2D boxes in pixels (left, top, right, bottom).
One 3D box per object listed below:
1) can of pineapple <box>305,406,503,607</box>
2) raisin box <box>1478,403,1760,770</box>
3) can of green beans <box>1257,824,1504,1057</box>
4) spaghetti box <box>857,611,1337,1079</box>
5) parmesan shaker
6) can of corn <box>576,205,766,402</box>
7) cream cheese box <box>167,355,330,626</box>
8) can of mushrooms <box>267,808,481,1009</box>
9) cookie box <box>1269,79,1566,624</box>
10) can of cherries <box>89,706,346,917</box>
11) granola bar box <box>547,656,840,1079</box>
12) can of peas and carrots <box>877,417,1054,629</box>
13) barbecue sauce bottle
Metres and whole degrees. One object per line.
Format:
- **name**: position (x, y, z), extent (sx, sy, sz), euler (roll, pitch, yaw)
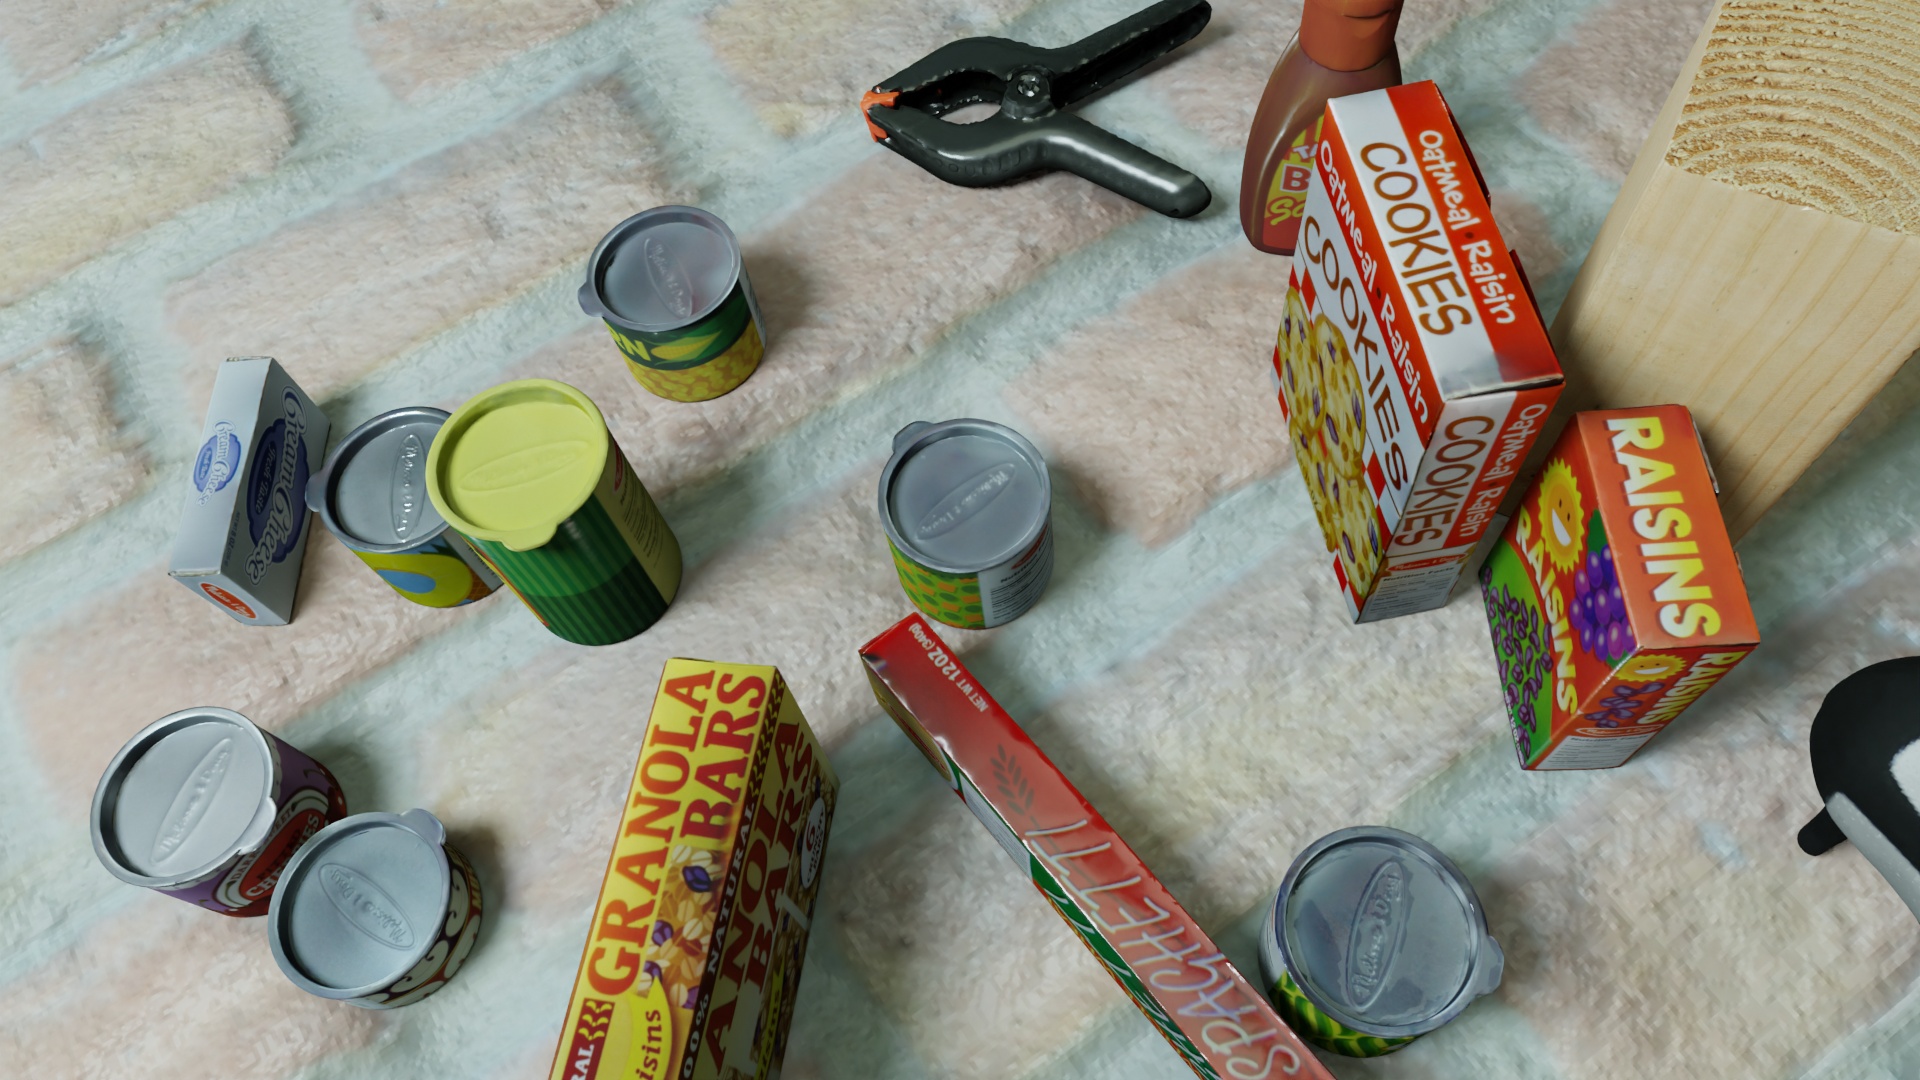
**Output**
- **can of pineapple**: position (-0.220, -0.013, 0.572), extent (0.071, 0.057, 0.071), euler (-2, 63, 4)
- **raisin box**: position (0.221, 0.021, 0.478), extent (0.040, 0.123, 0.086), euler (-3, 63, 4)
- **can of green beans**: position (0.135, 0.135, 0.464), extent (0.071, 0.057, 0.071), euler (-2, 63, 4)
- **spaghetti box**: position (0.052, 0.126, 0.480), extent (0.029, 0.050, 0.250), euler (-38, 66, -13)
- **parmesan shaker**: position (-0.153, -0.005, 0.537), extent (0.071, 0.102, 0.071), euler (-2, 63, 4)
- **can of corn**: position (-0.125, -0.101, 0.609), extent (0.071, 0.058, 0.071), euler (-2, 63, 4)
- **cream cheese box**: position (-0.298, -0.021, 0.586), extent (0.024, 0.053, 0.104), euler (-4, 63, 3)
- **can of mushrooms**: position (-0.211, 0.134, 0.509), extent (0.071, 0.033, 0.071), euler (-2, 63, 4)
- **cookie box**: position (0.156, -0.060, 0.501), extent (0.040, 0.166, 0.123), euler (-11, 63, 0)
- **can of cherries**: position (-0.271, 0.104, 0.517), extent (0.071, 0.058, 0.072), euler (-2, 63, 4)
- **granola bar box**: position (-0.083, 0.136, 0.446), extent (0.039, 0.123, 0.166), euler (6, 64, 8)
- **can of peas and carrots**: position (0.002, -0.007, 0.548), extent (0.071, 0.058, 0.071), euler (-2, 63, 4)
- **barbecue sauce bottle**: position (0.153, -0.180, 0.573), extent (0.065, 0.148, 0.044), euler (-6, 63, 2)
